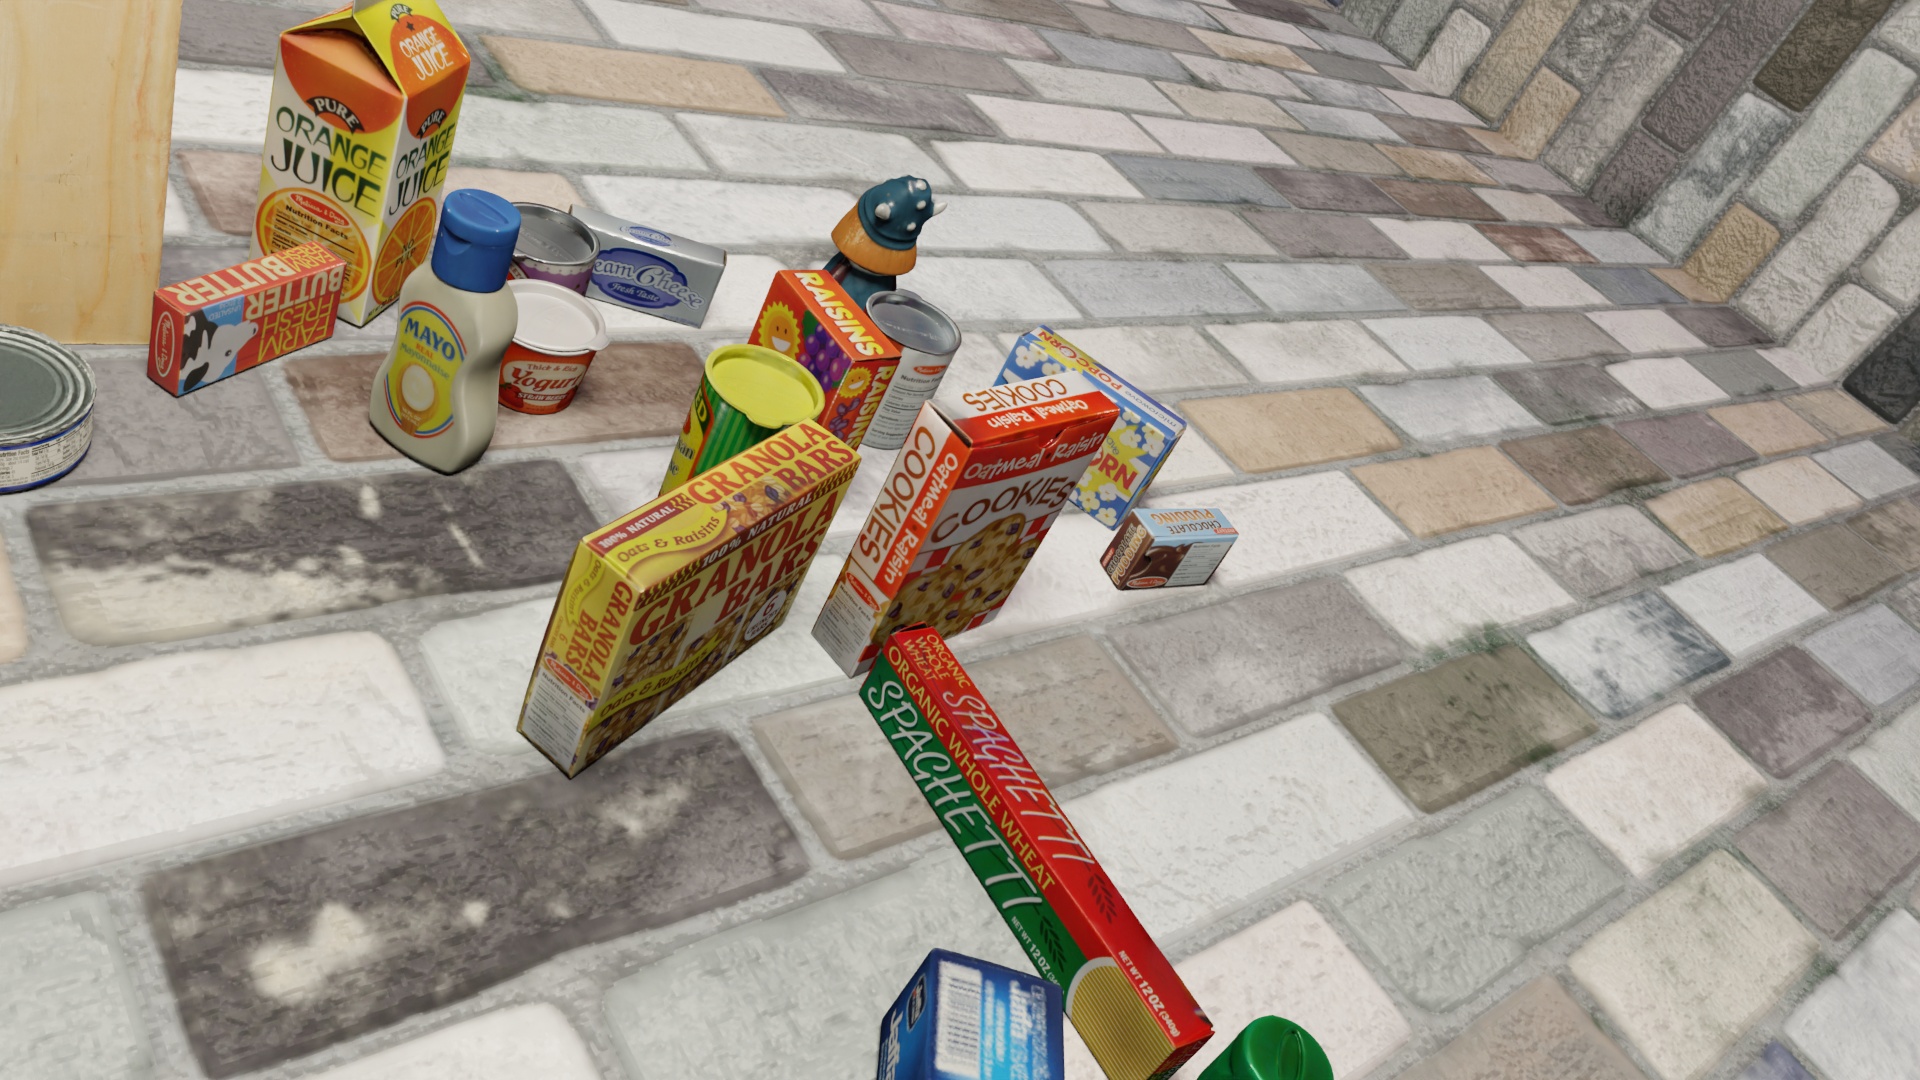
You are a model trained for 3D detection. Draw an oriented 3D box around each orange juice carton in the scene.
[{"bbox_3d":[-0.328,-0.222,0.763,0.073,0.191,0.072,26,35,-5],"label":"orange juice carton"}]

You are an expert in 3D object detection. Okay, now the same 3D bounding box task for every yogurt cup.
[{"bbox_3d":[-0.244,-0.110,0.801,0.072,0.053,0.073,19,36,-14],"label":"yogurt cup"}]

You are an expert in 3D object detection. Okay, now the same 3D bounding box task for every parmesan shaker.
[{"bbox_3d":[-0.123,-0.046,0.762,0.071,0.102,0.072,19,36,-14],"label":"parmesan shaker"}]

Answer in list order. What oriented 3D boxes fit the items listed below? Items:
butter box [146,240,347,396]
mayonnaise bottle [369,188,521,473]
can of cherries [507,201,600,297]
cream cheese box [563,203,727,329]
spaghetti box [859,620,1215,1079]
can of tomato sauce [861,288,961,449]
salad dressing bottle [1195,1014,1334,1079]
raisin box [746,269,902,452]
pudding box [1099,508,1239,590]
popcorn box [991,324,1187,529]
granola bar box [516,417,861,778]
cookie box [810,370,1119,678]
[{"bbox_3d":[-0.370,-0.117,0.724,0.024,0.052,0.104,34,35,7],"label":"butter box"},{"bbox_3d":[-0.258,-0.107,0.706,0.065,0.147,0.041,33,35,6],"label":"mayonnaise bottle"},{"bbox_3d":[-0.263,-0.165,0.852,0.071,0.058,0.072,19,36,-14],"label":"can of cherries"},{"bbox_3d":[-0.211,-0.179,0.910,0.104,0.053,0.024,14,38,-20],"label":"cream cheese box"},{"bbox_3d":[0.028,0.146,0.673,0.029,0.050,0.251,-7,49,-40],"label":"spaghetti box"},{"bbox_3d":[-0.047,-0.113,0.917,0.071,0.082,0.071,19,36,-14],"label":"can of tomato sauce"},{"bbox_3d":[0.085,0.232,0.521,0.044,0.147,0.064,30,35,1],"label":"salad dressing bottle"},{"bbox_3d":[-0.092,-0.085,0.815,0.040,0.122,0.086,-10,50,-42],"label":"raisin box"},{"bbox_3d":[0.140,0.005,0.928,0.084,0.049,0.030,-2,46,-37],"label":"pudding box"},{"bbox_3d":[0.081,-0.079,0.960,0.127,0.084,0.038,36,35,10],"label":"popcorn box"},{"bbox_3d":[-0.126,0.022,0.657,0.039,0.123,0.166,37,36,11],"label":"granola bar box"},{"bbox_3d":[0.003,-0.009,0.748,0.123,0.166,0.040,-18,56,-46],"label":"cookie box"}]
